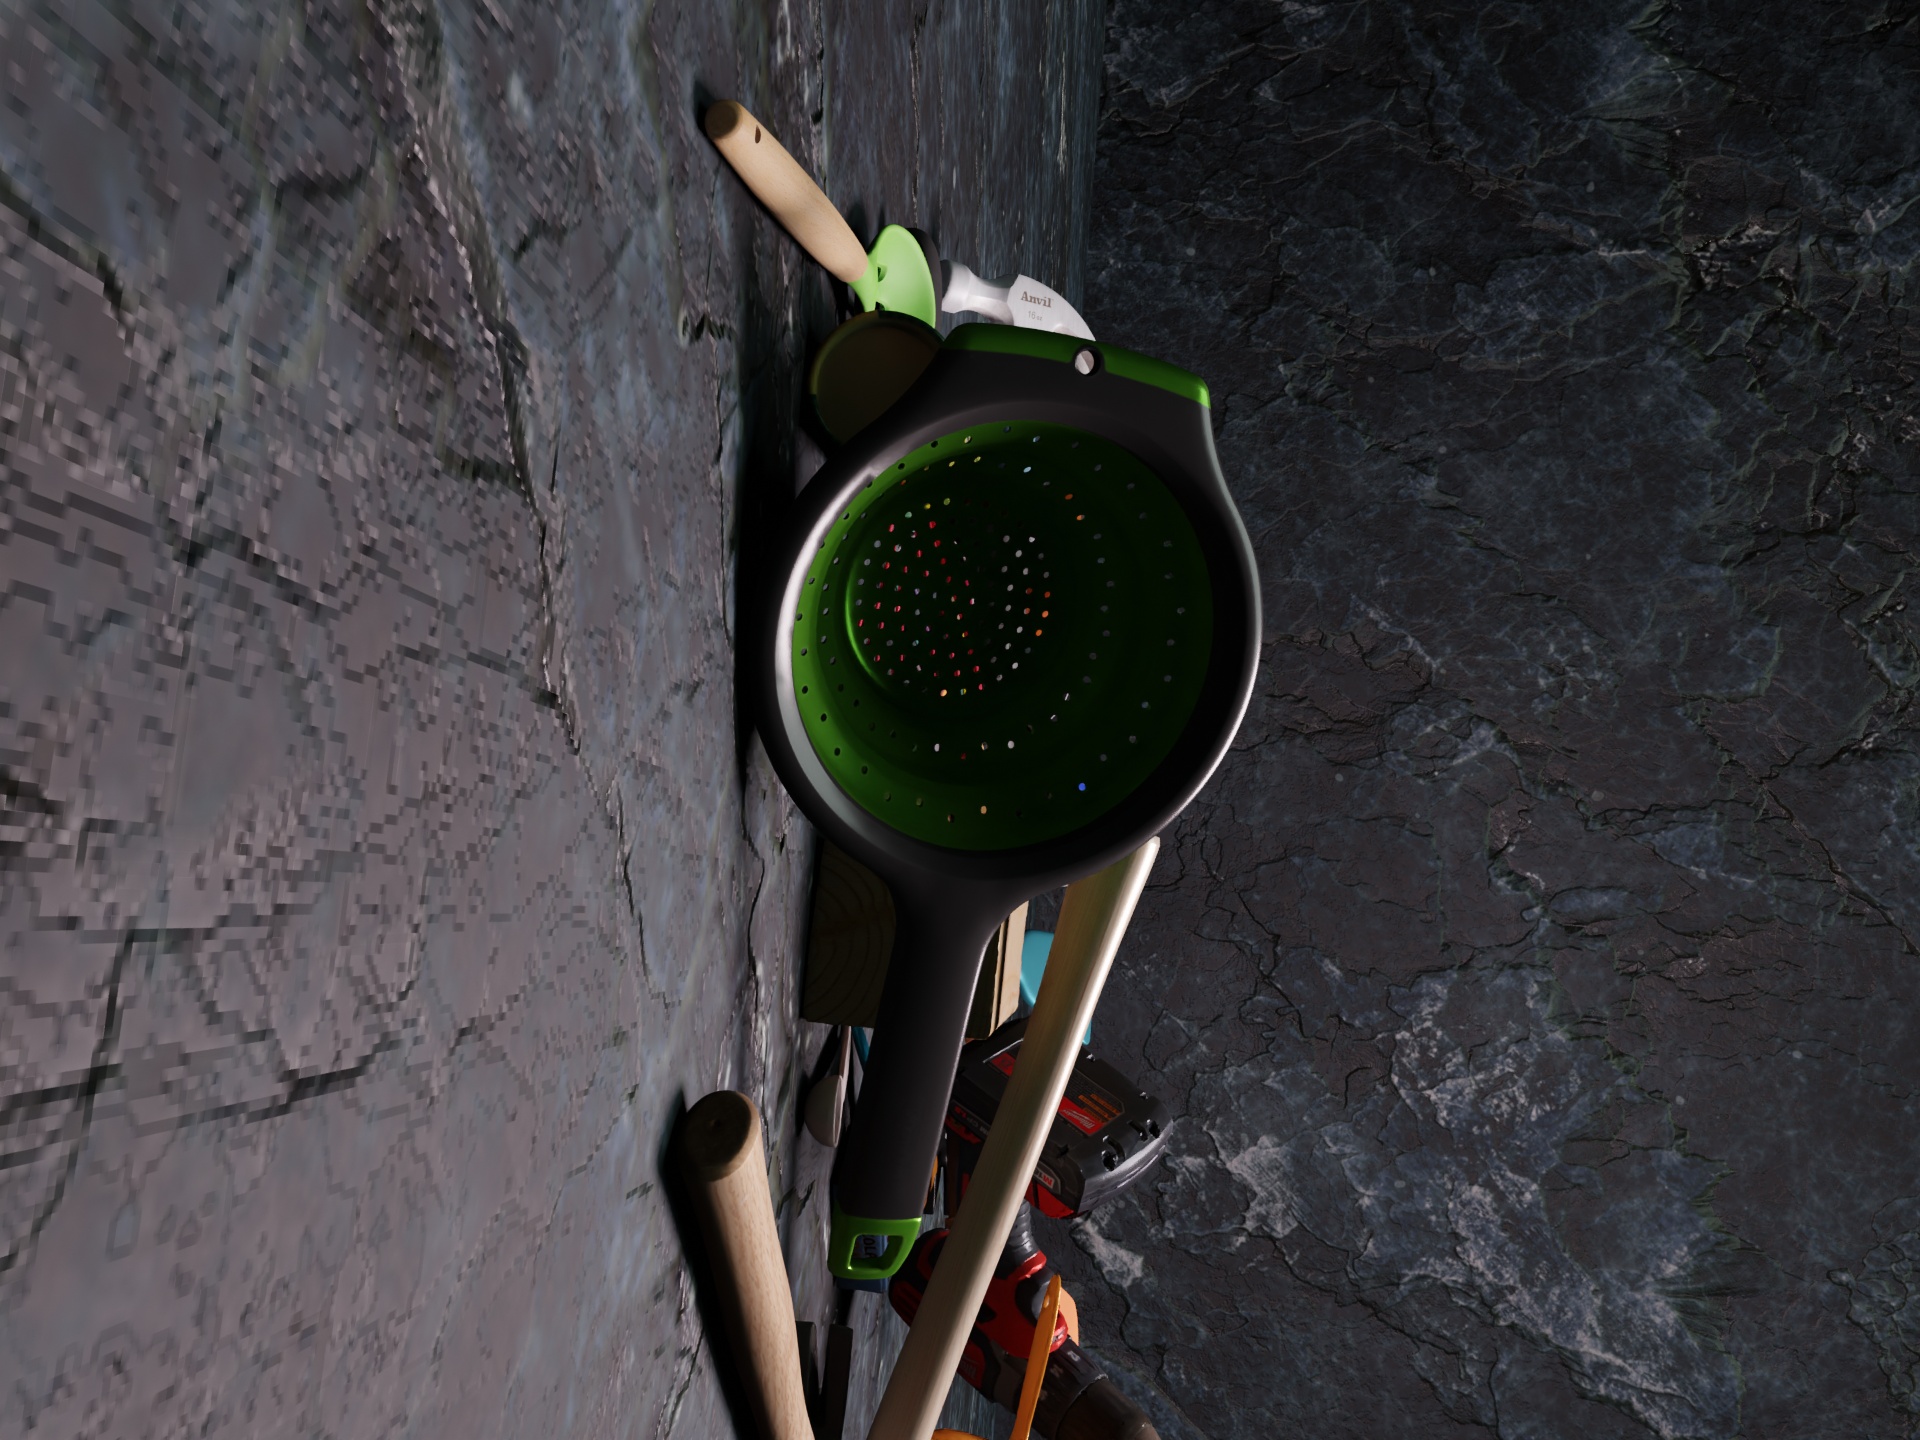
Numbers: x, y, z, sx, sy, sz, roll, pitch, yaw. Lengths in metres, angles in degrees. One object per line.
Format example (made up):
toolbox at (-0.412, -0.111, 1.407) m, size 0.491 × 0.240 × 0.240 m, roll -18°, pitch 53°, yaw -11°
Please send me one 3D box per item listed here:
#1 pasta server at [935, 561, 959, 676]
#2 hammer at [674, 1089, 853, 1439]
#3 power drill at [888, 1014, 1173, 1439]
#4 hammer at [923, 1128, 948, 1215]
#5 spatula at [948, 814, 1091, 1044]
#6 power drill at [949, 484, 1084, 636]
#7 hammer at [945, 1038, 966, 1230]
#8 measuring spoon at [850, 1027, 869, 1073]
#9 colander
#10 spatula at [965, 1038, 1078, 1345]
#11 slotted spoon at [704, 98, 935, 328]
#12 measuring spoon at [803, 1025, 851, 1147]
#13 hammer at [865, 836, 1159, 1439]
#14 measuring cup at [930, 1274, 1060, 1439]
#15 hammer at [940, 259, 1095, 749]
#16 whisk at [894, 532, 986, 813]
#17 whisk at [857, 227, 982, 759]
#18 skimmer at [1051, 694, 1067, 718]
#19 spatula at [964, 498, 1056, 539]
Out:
pasta server at (-0.020, 0.006, 1.058) m, size 0.060 × 0.040 × 0.316 m, roll 82°, pitch 9°, yaw -63°
hammer at (-0.078, 0.257, 0.649) m, size 0.130 × 0.031 × 0.331 m, roll -79°, pitch 170°, yaw -47°
power drill at (0.050, 0.301, 0.884) m, size 0.080 × 0.188 × 0.226 m, roll -20°, pitch 130°, yaw -43°
hammer at (-0.030, 0.326, 1.133) m, size 0.337 × 0.034 × 0.127 m, roll 31°, pitch 63°, yaw -83°
spatula at (0.030, 0.120, 1.045) m, size 0.317 × 0.044 × 0.082 m, roll 62°, pitch 26°, yaw -53°
power drill at (0.038, -0.123, 1.116) m, size 0.226 × 0.084 × 0.164 m, roll 44°, pitch 44°, yaw -68°
hammer at (-0.001, 0.228, 1.118) m, size 0.146 × 0.035 × 0.335 m, roll 67°, pitch 19°, yaw -67°
measuring spoon at (-0.057, 0.213, 0.910) m, size 0.042 × 0.021 × 0.128 m, roll -96°, pitch 175°, yaw -55°
colander at (-0.008, 0.038, 0.660) m, size 0.095 × 0.204 × 0.397 m, roll -133°, pitch -126°, yaw -67°
spatula at (0.038, 0.306, 1.071) m, size 0.081 × 0.041 × 0.322 m, roll -76°, pitch 158°, yaw -65°
slotted spoon at (-0.050, -0.191, 0.634) m, size 0.314 × 0.031 × 0.070 m, roll -21°, pitch 115°, yaw -81°
measuring spoon at (-0.066, 0.178, 0.808) m, size 0.124 × 0.018 × 0.034 m, roll -90°, pitch -178°, yaw -77°
hammer at (0.013, 0.244, 0.757) m, size 0.146 × 0.038 × 0.410 m, roll -173°, pitch -76°, yaw -78°
measuring cup at (0.005, 0.360, 0.799) m, size 0.095 × 0.052 × 0.174 m, roll 147°, pitch -39°, yaw -73°
hammer at (0.026, -0.108, 0.986) m, size 0.033 × 0.128 × 0.331 m, roll 4°, pitch -91°, yaw 58°
whisk at (0.000, -0.003, 0.925) m, size 0.051 × 0.047 × 0.244 m, roll -55°, pitch 135°, yaw -61°
whisk at (-0.023, -0.103, 0.800) m, size 0.073 × 0.073 × 0.296 m, roll 33°, pitch 57°, yaw -83°
skimmer at (0.041, 0.084, 1.367) m, size 0.127 × 0.090 × 0.364 m, roll -52°, pitch -167°, yaw 34°
spatula at (0.005, -0.119, 0.838) m, size 0.316 × 0.018 × 0.059 m, roll -132°, pitch -139°, yaw -73°
